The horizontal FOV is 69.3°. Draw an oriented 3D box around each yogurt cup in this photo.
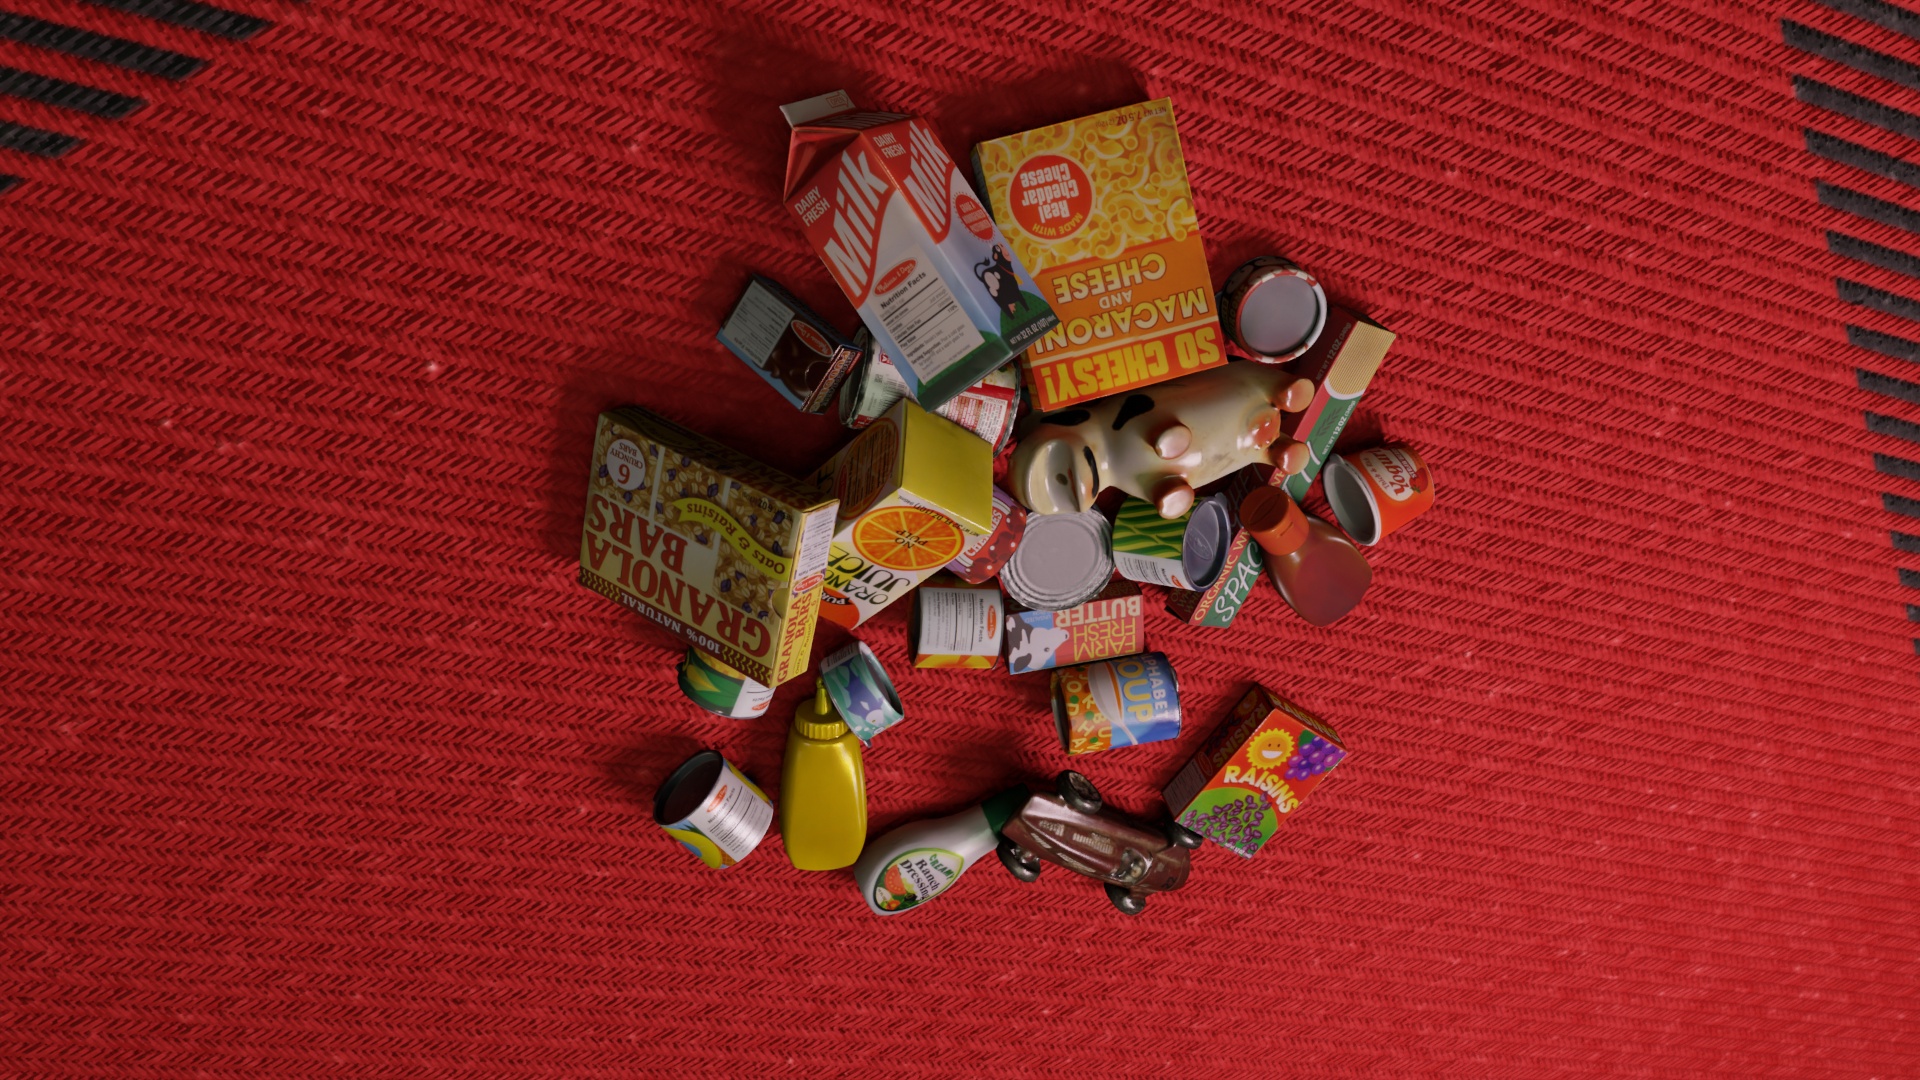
[{"bbox_3d":[0.300,-0.037,0.992,0.054,0.072,0.072,-23,119,-9],"label":"yogurt cup"}]

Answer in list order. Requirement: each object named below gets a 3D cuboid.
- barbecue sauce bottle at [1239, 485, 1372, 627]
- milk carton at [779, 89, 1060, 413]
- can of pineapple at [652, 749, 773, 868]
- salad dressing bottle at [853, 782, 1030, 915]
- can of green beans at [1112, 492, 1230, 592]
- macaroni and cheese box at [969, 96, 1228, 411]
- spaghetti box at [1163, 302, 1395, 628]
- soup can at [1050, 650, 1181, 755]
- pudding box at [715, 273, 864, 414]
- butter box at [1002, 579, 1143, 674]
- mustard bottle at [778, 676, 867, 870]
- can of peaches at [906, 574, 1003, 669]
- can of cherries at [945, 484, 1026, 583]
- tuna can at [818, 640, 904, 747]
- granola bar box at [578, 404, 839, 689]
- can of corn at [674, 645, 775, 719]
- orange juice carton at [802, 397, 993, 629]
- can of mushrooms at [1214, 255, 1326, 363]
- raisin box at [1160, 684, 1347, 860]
[{"bbox_3d":[0.242,0.009,0.983,0.065,0.044,0.148,-47,139,5],"label":"barbecue sauce bottle"},{"bbox_3d":[-0.033,-0.179,0.813,0.073,0.073,0.190,-32,95,36],"label":"milk carton"},{"bbox_3d":[-0.179,0.194,1.006,0.071,0.071,0.057,-37,117,8],"label":"can of pineapple"},{"bbox_3d":[-0.009,0.236,1.072,0.148,0.044,0.064,-28,118,0],"label":"salad dressing bottle"},{"bbox_3d":[0.146,-0.001,0.964,0.071,0.058,0.071,-14,108,-50],"label":"can of green beans"},{"bbox_3d":[0.086,-0.176,0.862,0.124,0.040,0.166,-15,98,-4],"label":"macaroni and cheese box"},{"bbox_3d":[0.223,-0.046,0.982,0.050,0.029,0.249,8,116,-41],"label":"spaghetti box"},{"bbox_3d":[0.114,0.119,1.026,0.084,0.071,0.071,-8,117,-7],"label":"soup can"},{"bbox_3d":[-0.106,-0.120,0.856,0.049,0.084,0.030,-56,158,15],"label":"pudding box"},{"bbox_3d":[0.082,0.063,1.017,0.103,0.024,0.053,-9,118,-7],"label":"butter box"},{"bbox_3d":[-0.100,0.166,1.016,0.065,0.049,0.159,-1,116,-11],"label":"mustard bottle"},{"bbox_3d":[-0.005,0.057,0.974,0.058,0.071,0.071,2,116,-11],"label":"can of peaches"},{"bbox_3d":[0.003,-0.012,0.937,0.058,0.072,0.071,36,104,-25],"label":"can of cherries"},{"bbox_3d":[-0.068,0.108,0.982,0.033,0.071,0.071,-30,118,4],"label":"tuna can"},{"bbox_3d":[-0.162,0.002,0.871,0.166,0.039,0.123,25,116,24],"label":"granola bar box"},{"bbox_3d":[-0.155,0.079,0.953,0.071,0.071,0.058,17,111,-19],"label":"can of corn"},{"bbox_3d":[-0.066,-0.005,0.897,0.072,0.073,0.192,26,138,-30],"label":"orange juice carton"},{"bbox_3d":[0.207,-0.154,0.931,0.071,0.033,0.070,-5,118,-10],"label":"can of mushrooms"},{"bbox_3d":[0.232,0.184,1.101,0.086,0.040,0.123,31,108,-23],"label":"raisin box"}]
